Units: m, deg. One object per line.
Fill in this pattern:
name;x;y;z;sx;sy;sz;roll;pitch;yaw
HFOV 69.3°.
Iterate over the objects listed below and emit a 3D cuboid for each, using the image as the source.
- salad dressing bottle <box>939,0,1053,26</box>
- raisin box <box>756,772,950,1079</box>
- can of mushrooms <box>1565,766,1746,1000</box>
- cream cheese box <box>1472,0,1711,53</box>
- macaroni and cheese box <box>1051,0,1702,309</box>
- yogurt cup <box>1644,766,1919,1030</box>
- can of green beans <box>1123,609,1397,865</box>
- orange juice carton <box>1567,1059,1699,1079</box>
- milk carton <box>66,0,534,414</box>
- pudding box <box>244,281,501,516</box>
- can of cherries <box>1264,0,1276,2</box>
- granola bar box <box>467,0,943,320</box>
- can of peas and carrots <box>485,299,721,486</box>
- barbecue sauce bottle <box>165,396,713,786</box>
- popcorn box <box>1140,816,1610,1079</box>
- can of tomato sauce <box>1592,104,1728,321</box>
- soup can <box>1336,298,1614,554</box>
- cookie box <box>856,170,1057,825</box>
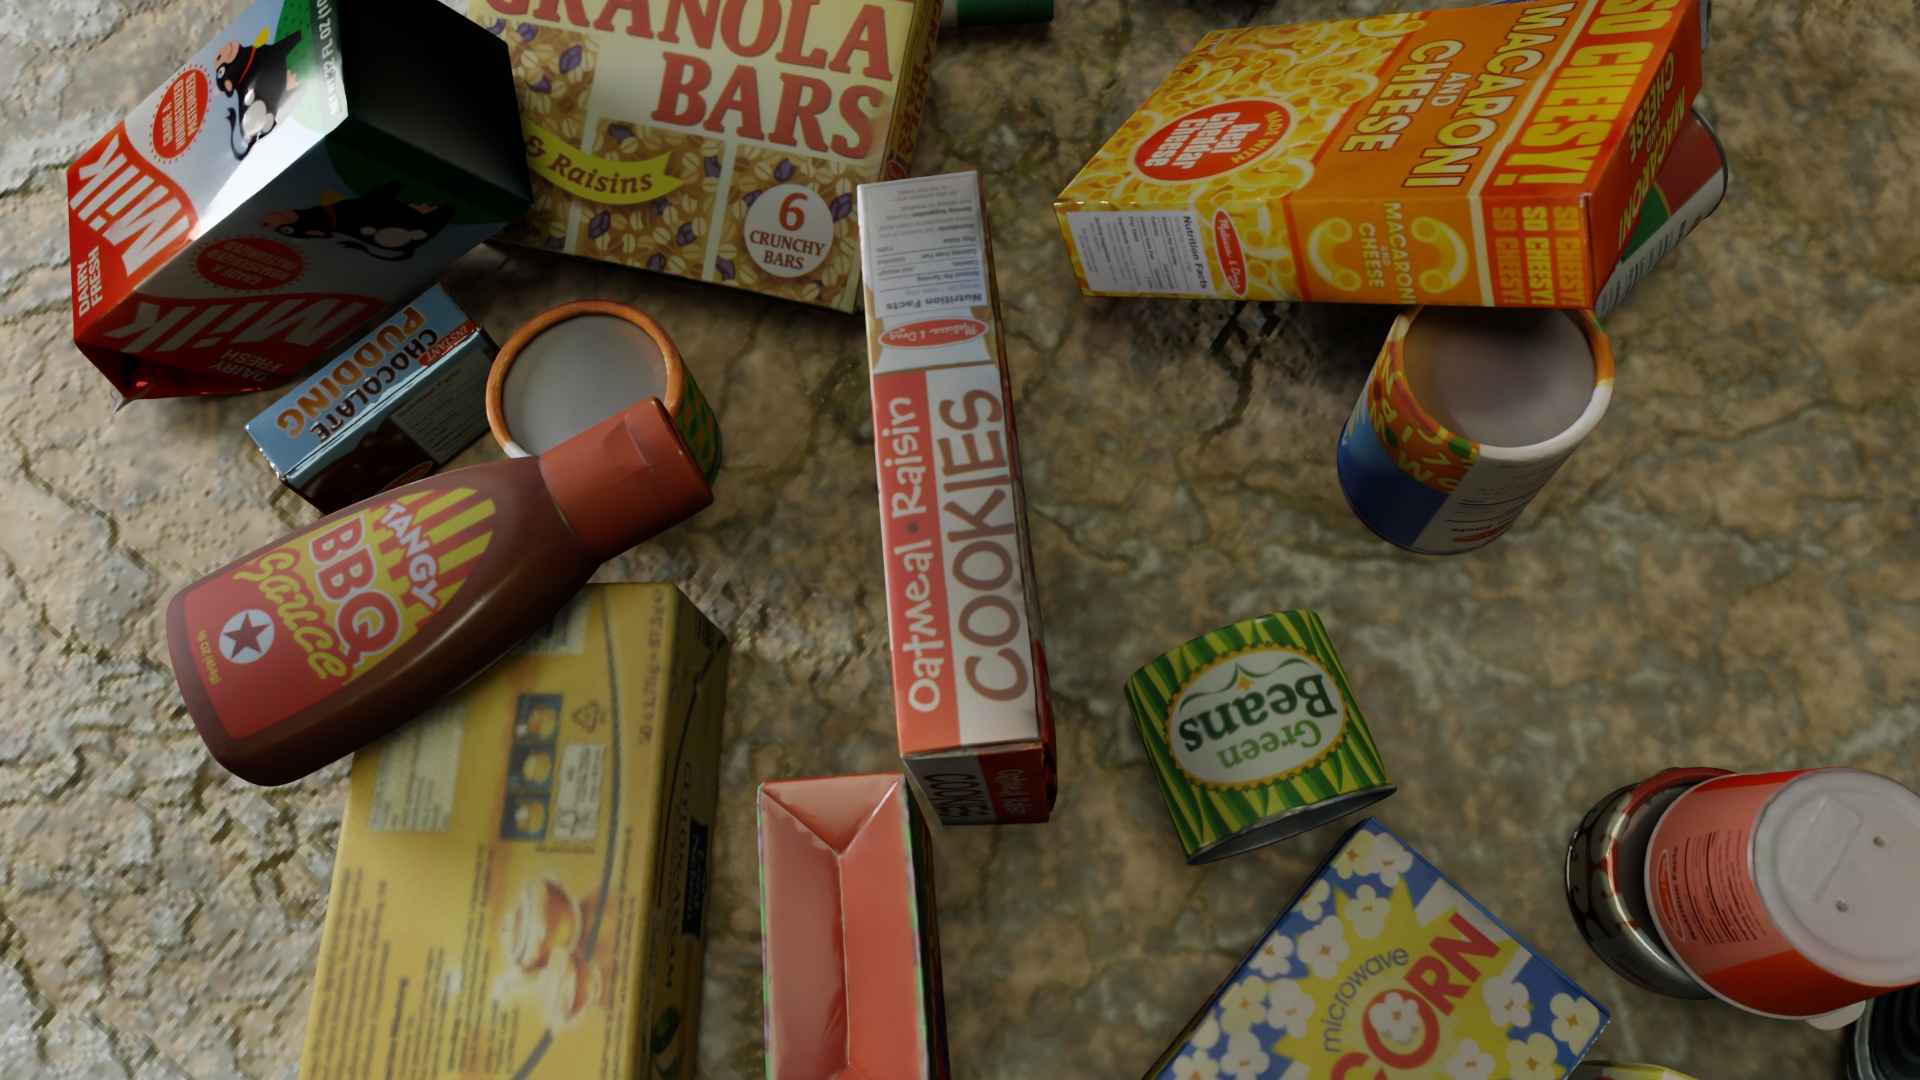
salad dressing bottle;-0.038;-0.220;0.545;0.148;0.044;0.064;-1;74;3
raisin box;-0.026;0.117;0.380;0.040;0.123;0.086;-6;70;0
can of mushrooms;0.221;0.100;0.417;0.071;0.033;0.071;-1;70;4
cream cheese box;0.212;-0.184;0.511;0.104;0.024;0.053;-13;31;-1
macaroni and cheese box;0.132;-0.125;0.446;0.166;0.040;0.124;10;48;37
yogurt cup;0.228;0.092;0.372;0.072;0.053;0.072;-1;70;4
can of green beans;0.090;0.060;0.423;0.071;0.071;0.058;-18;70;-3
orange juice carton;0.177;0.239;0.349;0.072;0.073;0.193;19;73;10
milk carton;-0.245;-0.113;0.485;0.190;0.073;0.072;-24;69;25
pudding box;-0.200;-0.046;0.490;0.084;0.049;0.030;-41;71;-10
can of cherries;0.103;-0.248;0.531;0.058;0.071;0.071;19;73;10
granola bar box;-0.100;-0.157;0.506;0.166;0.039;0.124;13;94;8
can of peas and carrots;-0.121;-0.043;0.479;0.071;0.058;0.071;-1;70;3
barbecue sauce bottle;-0.145;0.009;0.398;0.149;0.043;0.065;-29;67;-5
popcorn box;0.111;0.156;0.402;0.085;0.038;0.127;40;77;15
can of tomato sauce;0.205;-0.110;0.477;0.083;0.071;0.071;-43;73;-10
soup can;0.160;-0.042;0.446;0.071;0.083;0.071;-1;70;4
cookie box;0.002;-0.005;0.422;0.040;0.122;0.168;-6;70;3
